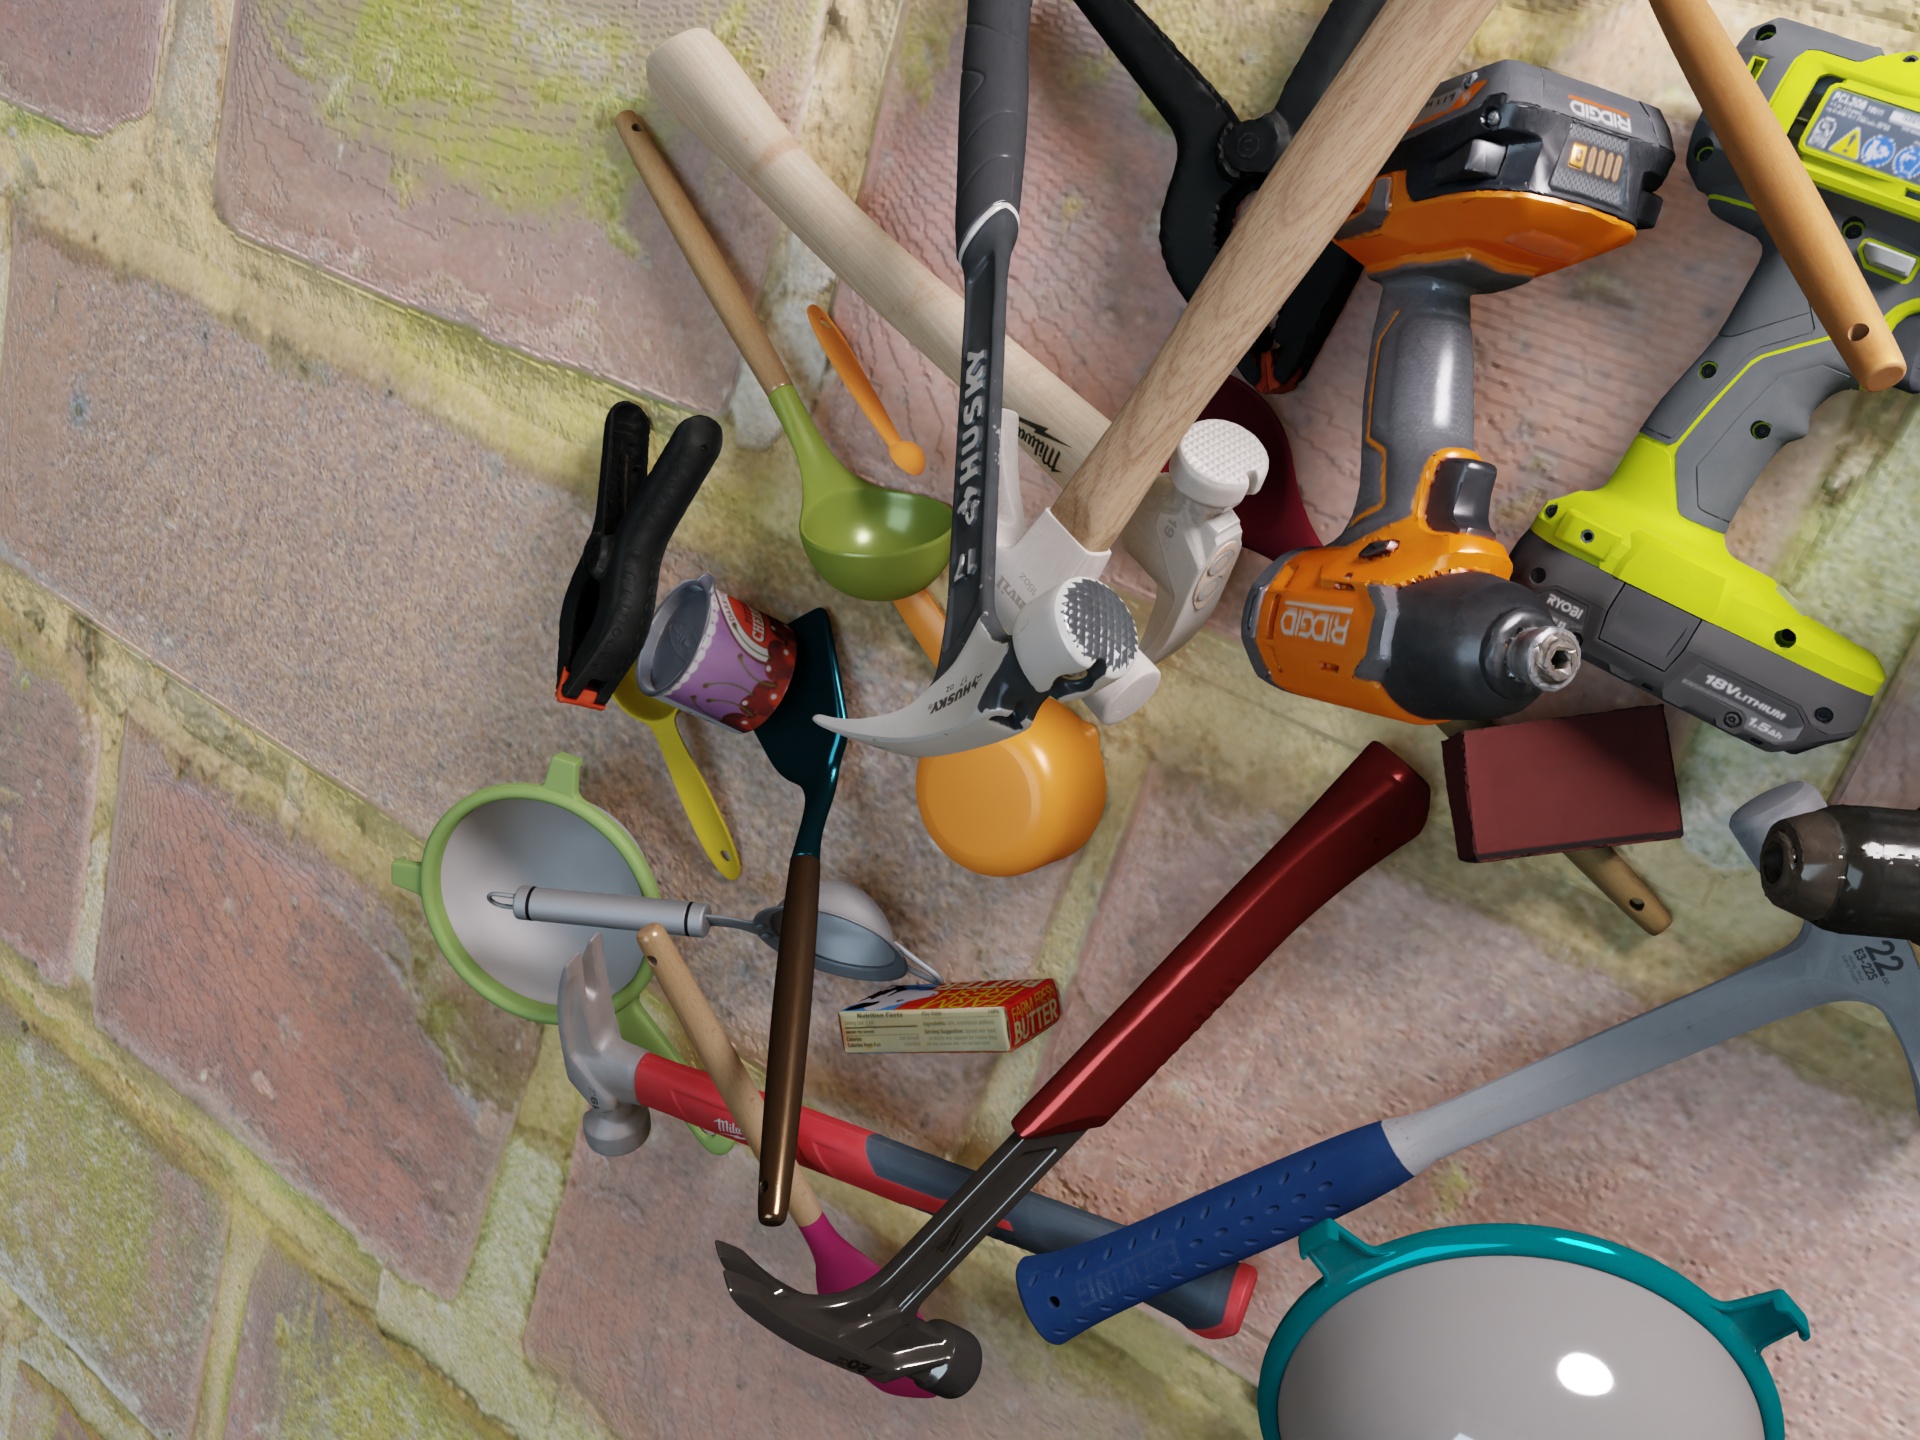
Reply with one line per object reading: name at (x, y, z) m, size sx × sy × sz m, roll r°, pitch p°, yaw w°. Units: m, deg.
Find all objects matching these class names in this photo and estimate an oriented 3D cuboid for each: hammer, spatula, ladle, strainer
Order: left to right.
strainer at (-0.202, 0.139, 0.935) m, size 0.151 × 0.069 × 0.256 m, roll -31°, pitch 100°, yaw 22°
strainer at (-0.133, 0.105, 0.853) m, size 0.258 × 0.086 × 0.050 m, roll 4°, pitch 58°, yaw 9°
ladle at (-0.100, -0.195, 0.808) m, size 0.320 × 0.078 × 0.062 m, roll 60°, pitch 149°, yaw 14°
spatula at (-0.088, 0.088, 0.781) m, size 0.082 × 0.044 × 0.318 m, roll -30°, pitch 43°, yaw 34°
hammer at (-0.038, 0.219, 0.816) m, size 0.386 × 0.038 × 0.143 m, roll 14°, pitch 126°, yaw 20°
hammer at (-0.024, -0.192, 0.756) m, size 0.411 × 0.038 × 0.146 m, roll 47°, pitch 149°, yaw 22°
hammer at (0.008, -0.173, 0.634) m, size 0.149 × 0.036 × 0.409 m, roll -28°, pitch 50°, yaw 46°
hammer at (0.061, 0.144, 0.689) m, size 0.359 × 0.149 × 0.037 m, roll -47°, pitch 33°, yaw 5°
hammer at (0.102, -0.159, 0.581) m, size 0.130 × 0.031 × 0.331 m, roll 49°, pitch 123°, yaw 24°
ladle at (0.185, -0.032, 0.680) m, size 0.315 × 0.031 × 0.069 m, roll 49°, pitch 116°, yaw 13°
hammer at (0.198, 0.182, 0.672) m, size 0.405 × 0.035 × 0.144 m, roll -32°, pitch 86°, yaw 24°
strainer at (0.223, 0.373, 0.662) m, size 0.211 × 0.095 × 0.340 m, roll 6°, pitch 113°, yaw 10°
spatula at (0.245, -0.237, 0.538) m, size 0.081 × 0.041 × 0.323 m, roll -30°, pitch 51°, yaw 32°

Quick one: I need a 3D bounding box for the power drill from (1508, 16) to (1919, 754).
power drill at (0.316, -0.107, 0.557) m, size 0.191 × 0.080 × 0.228 m, roll 32°, pitch 111°, yaw 24°

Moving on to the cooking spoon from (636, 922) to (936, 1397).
cooking spoon at (-0.089, 0.236, 0.817) m, size 0.069 × 0.017 × 0.318 m, roll -11°, pitch 114°, yaw 33°

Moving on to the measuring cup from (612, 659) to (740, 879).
measuring cup at (-0.152, 0.016, 0.901) m, size 0.062 × 0.029 × 0.156 m, roll -15°, pitch 103°, yaw 33°

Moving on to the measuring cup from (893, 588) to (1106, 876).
measuring cup at (-0.001, -0.002, 0.782) m, size 0.095 × 0.052 × 0.174 m, roll -37°, pitch 81°, yaw 31°

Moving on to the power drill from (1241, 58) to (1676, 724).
power drill at (0.183, -0.110, 0.581) m, size 0.164 × 0.084 × 0.226 m, roll -154°, pitch 74°, yaw -69°

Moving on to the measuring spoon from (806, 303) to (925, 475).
measuring spoon at (-0.047, -0.167, 0.789) m, size 0.011 × 0.021 × 0.117 m, roll -44°, pitch 64°, yaw 30°

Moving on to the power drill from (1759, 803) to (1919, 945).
power drill at (0.368, -0.017, 0.491) m, size 0.188 × 0.080 × 0.226 m, roll 5°, pitch 115°, yaw 2°
